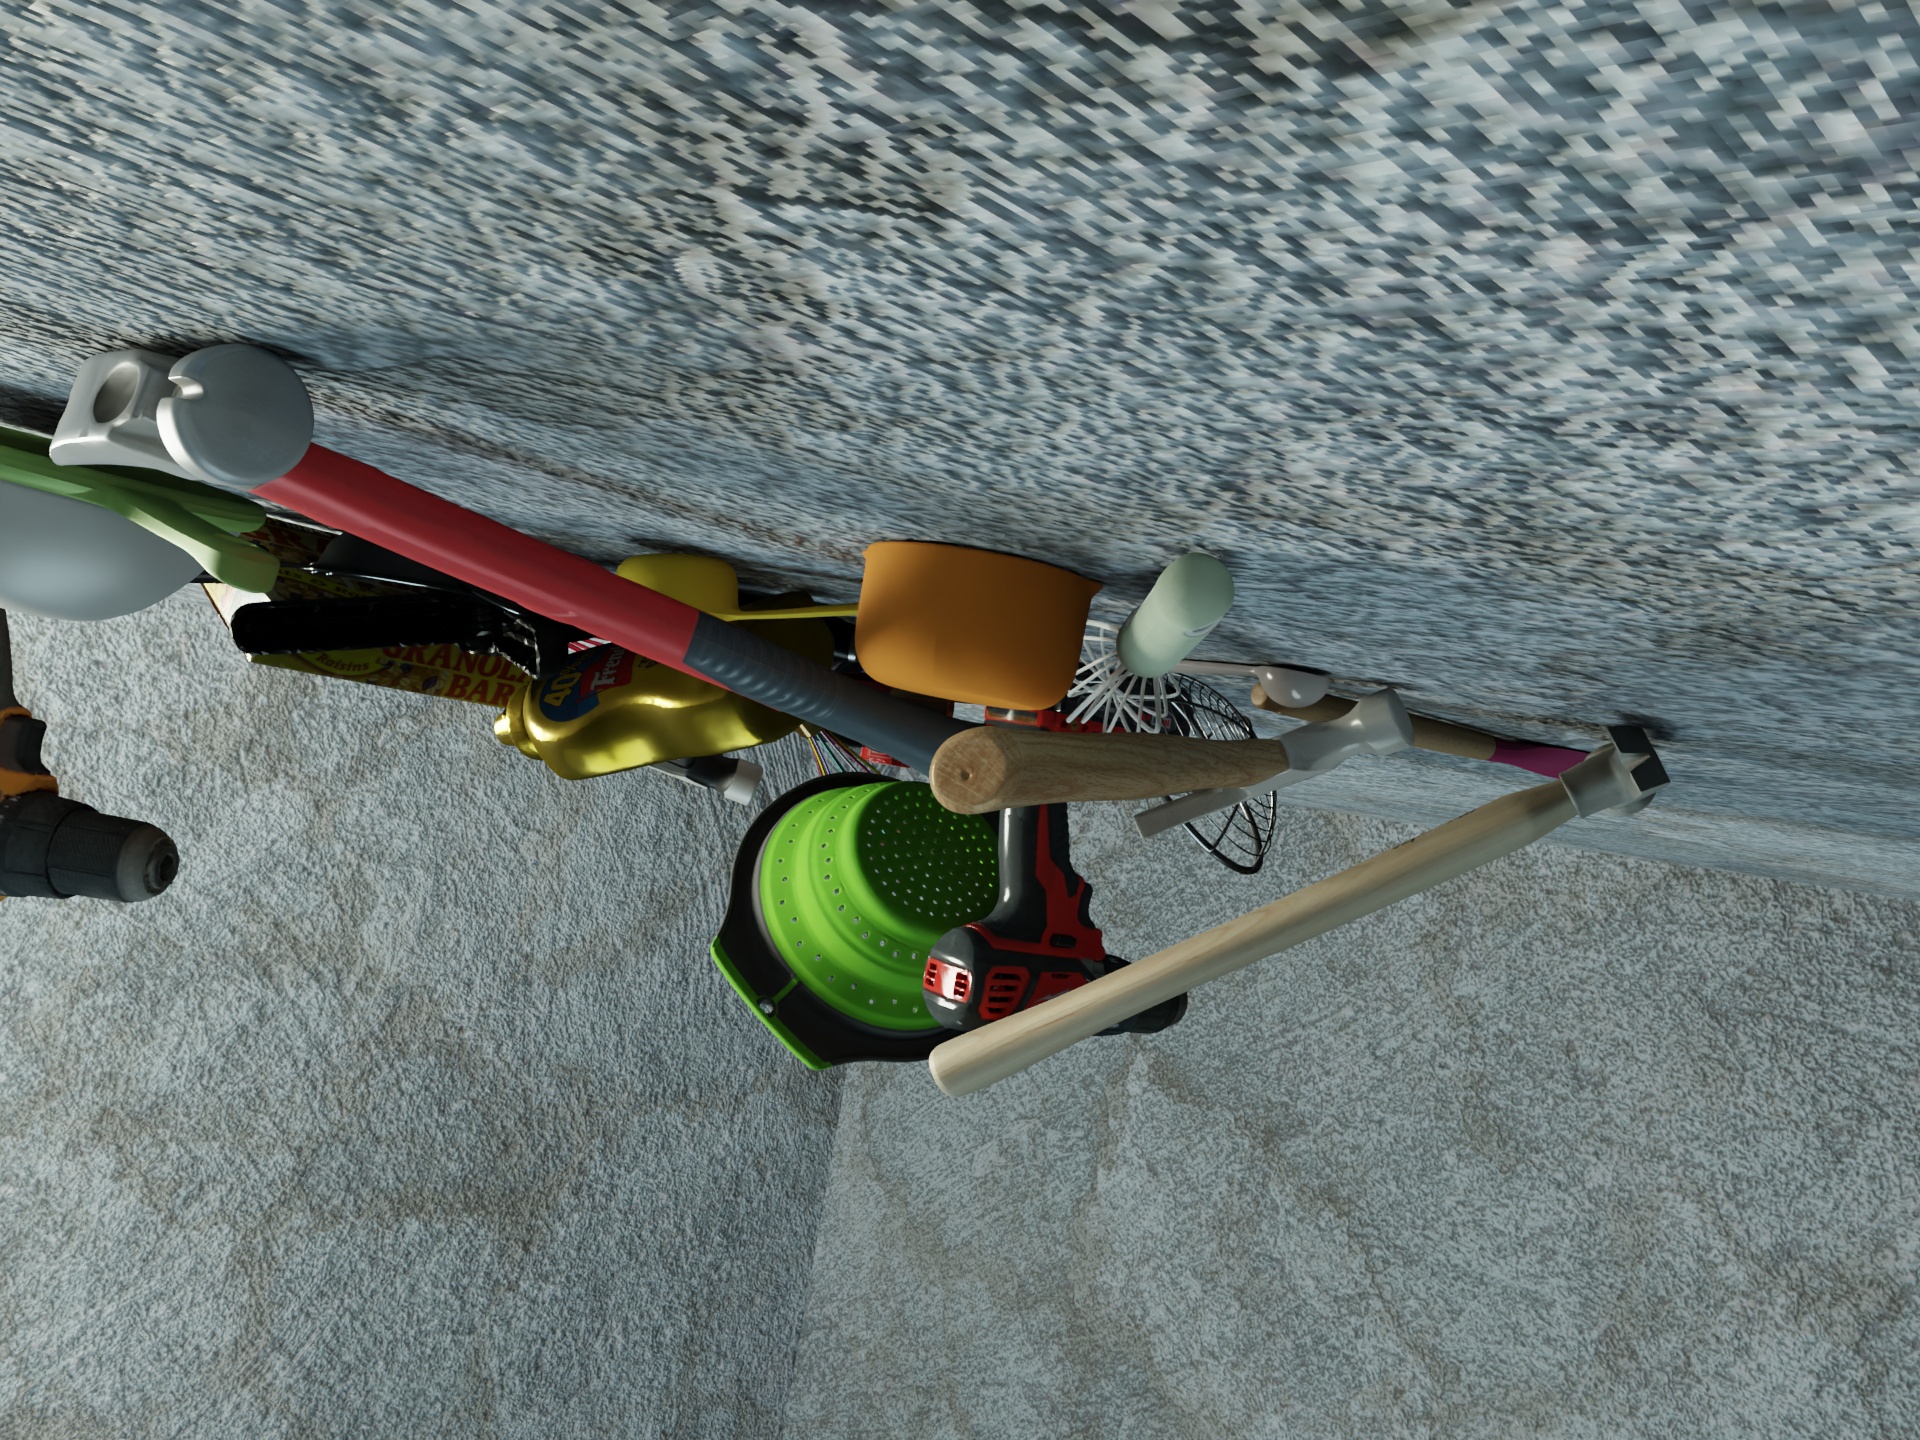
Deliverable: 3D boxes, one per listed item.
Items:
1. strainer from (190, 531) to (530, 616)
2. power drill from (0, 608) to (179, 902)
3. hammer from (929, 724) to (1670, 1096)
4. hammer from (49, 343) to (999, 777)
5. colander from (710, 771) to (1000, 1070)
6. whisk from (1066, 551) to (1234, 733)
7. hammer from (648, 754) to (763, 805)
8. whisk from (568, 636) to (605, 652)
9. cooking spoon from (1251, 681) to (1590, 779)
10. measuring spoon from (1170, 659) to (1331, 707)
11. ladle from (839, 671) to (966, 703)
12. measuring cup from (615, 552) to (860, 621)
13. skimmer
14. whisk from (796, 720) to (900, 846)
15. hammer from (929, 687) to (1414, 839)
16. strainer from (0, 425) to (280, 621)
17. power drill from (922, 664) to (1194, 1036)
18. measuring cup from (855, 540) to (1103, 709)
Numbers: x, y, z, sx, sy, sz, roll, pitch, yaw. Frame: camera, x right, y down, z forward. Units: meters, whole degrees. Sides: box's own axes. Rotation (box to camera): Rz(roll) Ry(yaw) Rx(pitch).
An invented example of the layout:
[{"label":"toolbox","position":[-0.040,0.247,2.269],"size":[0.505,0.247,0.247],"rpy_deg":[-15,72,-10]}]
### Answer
[{"label":"strainer","position":[-0.324,-0.075,0.743],"size":[0.258,0.050,0.087],"rpy_deg":[1,180,9]},{"label":"power drill","position":[-0.476,-0.019,0.810],"size":[0.185,0.226,0.084],"rpy_deg":[10,177,5]},{"label":"hammer","position":[0.160,0.107,0.822],"size":[0.410,0.038,0.146],"rpy_deg":[-28,165,17]},{"label":"hammer","position":[-0.126,-0.038,0.598],"size":[0.143,0.038,0.386],"rpy_deg":[9,169,45]},{"label":"colander","position":[0.012,0.070,1.072],"size":[0.397,0.204,0.094],"rpy_deg":[-37,170,-42]},{"label":"whisk","position":[0.070,-0.028,0.601],"size":[0.058,0.059,0.246],"rpy_deg":[-34,175,-4]},{"label":"hammer","position":[-0.185,0.005,1.037],"size":[0.146,0.035,0.335],"rpy_deg":[22,169,-10]},{"label":"whisk","position":[-0.259,-0.056,1.112],"size":[0.295,0.073,0.073],"rpy_deg":[17,176,-7]},{"label":"cooking spoon","position":[0.277,0.012,0.888],"size":[0.318,0.017,0.069],"rpy_deg":[11,176,-35]},{"label":"measuring spoon","position":[0.130,-0.019,0.793],"size":[0.034,0.018,0.124],"rpy_deg":[12,177,-40]},{"label":"ladle","position":[-0.028,-0.023,1.006],"size":[0.315,0.031,0.069],"rpy_deg":[4,178,-42]},{"label":"measuring cup","position":[-0.080,-0.061,0.721],"size":[0.156,0.029,0.062],"rpy_deg":[-2,179,0]},{"label":"skimmer","position":[-0.001,-0.003,0.861],"size":[0.363,0.090,0.127],"rpy_deg":[12,-151,1]},{"label":"whisk","position":[-0.096,0.020,1.105],"size":[0.047,0.051,0.244],"rpy_deg":[-25,135,5]},{"label":"hammer","position":[0.083,0.019,0.657],"size":[0.130,0.031,0.331],"rpy_deg":[-24,168,28]},{"label":"strainer","position":[-0.337,-0.064,0.625],"size":[0.257,0.069,0.151],"rpy_deg":[22,-174,40]},{"label":"power drill","position":[0.078,0.087,0.975],"size":[0.187,0.227,0.080],"rpy_deg":[12,176,-35]},{"label":"measuring cup","position":[0.014,-0.029,0.643],"size":[0.095,0.052,0.173],"rpy_deg":[9,175,15]}]
